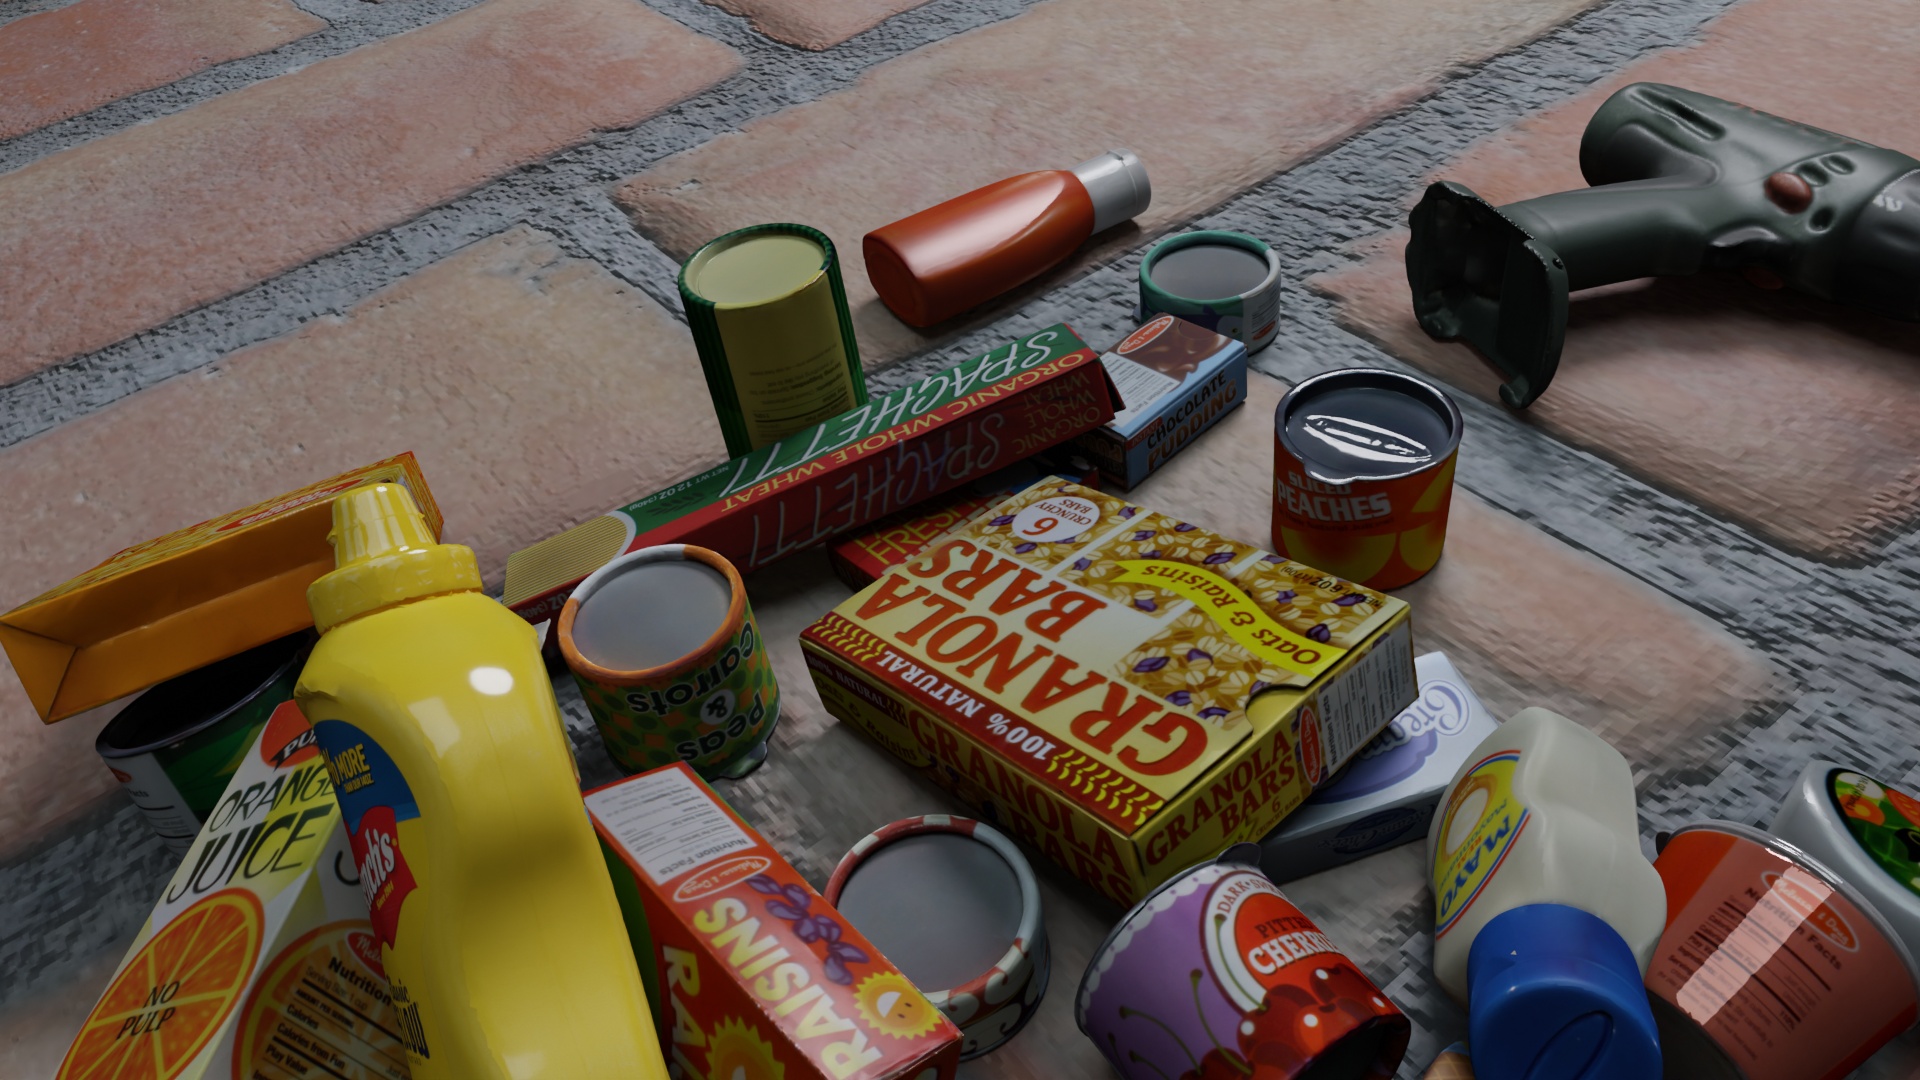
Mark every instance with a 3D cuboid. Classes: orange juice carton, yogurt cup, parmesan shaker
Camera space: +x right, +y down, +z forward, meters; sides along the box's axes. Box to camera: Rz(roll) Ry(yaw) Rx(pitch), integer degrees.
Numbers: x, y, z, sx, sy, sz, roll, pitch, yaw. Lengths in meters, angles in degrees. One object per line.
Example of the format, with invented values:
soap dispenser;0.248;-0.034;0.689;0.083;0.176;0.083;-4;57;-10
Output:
orange juice carton;-0.178;0.102;0.412;0.071;0.073;0.194;-19;38;26
yogurt cup;0.197;0.114;0.356;0.054;0.072;0.072;-36;47;-16
parmesan shaker;-0.072;-0.074;0.586;0.071;0.102;0.072;-5;41;5

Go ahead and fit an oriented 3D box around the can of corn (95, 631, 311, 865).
can of corn;-0.242;0.074;0.473;0.071;0.058;0.071;-16;24;8

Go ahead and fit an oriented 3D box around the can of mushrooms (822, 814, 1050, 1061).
can of mushrooms;-0.010;0.118;0.412;0.071;0.033;0.071;-5;42;4

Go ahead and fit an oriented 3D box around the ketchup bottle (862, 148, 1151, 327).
ketchup bottle;0.028;-0.159;0.707;0.149;0.043;0.065;-27;45;-19

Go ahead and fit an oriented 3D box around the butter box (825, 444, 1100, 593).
butter box;0.002;-0.007;0.556;0.104;0.024;0.053;-34;46;-26

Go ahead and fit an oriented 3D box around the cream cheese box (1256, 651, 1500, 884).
cream cheese box;0.121;0.073;0.444;0.104;0.024;0.053;-16;42;-7

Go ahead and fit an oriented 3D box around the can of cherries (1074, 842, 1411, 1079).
can of cherries;0.074;0.124;0.361;0.072;0.071;0.058;-28;45;-19

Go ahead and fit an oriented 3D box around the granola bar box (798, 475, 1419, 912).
granola bar box;0.043;0.040;0.457;0.125;0.039;0.166;-33;34;-27

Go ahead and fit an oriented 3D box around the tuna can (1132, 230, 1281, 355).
tuna can;0.114;-0.116;0.651;0.071;0.032;0.071;-5;42;4

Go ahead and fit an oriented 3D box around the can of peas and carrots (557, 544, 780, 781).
can of peas and carrots;-0.101;0.045;0.491;0.071;0.058;0.071;-6;42;5

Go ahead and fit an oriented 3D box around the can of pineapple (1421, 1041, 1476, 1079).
can of pineapple;0.128;0.157;0.317;0.058;0.070;0.071;24;51;33

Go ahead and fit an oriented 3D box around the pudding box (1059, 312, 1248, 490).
pudding box;0.080;-0.062;0.599;0.050;0.030;0.084;29;54;37

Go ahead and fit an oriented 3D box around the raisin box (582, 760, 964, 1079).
raisin box;-0.059;0.128;0.366;0.040;0.085;0.123;-14;35;-42

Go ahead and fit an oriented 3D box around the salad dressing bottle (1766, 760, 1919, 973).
salad dressing bottle;0.283;0.112;0.354;0.148;0.043;0.064;31;31;31

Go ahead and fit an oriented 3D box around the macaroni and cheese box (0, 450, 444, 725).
macaroni and cheese box;-0.262;0.010;0.520;0.124;0.040;0.166;-22;13;-15

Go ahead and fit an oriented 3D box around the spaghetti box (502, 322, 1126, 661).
spaghetti box;-0.059;-0.022;0.549;0.250;0.028;0.050;-23;29;-4

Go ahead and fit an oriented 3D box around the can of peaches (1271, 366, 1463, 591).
can of peaches;0.149;-0.021;0.520;0.071;0.057;0.071;-5;42;5

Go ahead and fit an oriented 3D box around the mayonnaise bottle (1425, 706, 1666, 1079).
mayonnaise bottle;0.144;0.090;0.345;0.041;0.064;0.148;33;19;11
